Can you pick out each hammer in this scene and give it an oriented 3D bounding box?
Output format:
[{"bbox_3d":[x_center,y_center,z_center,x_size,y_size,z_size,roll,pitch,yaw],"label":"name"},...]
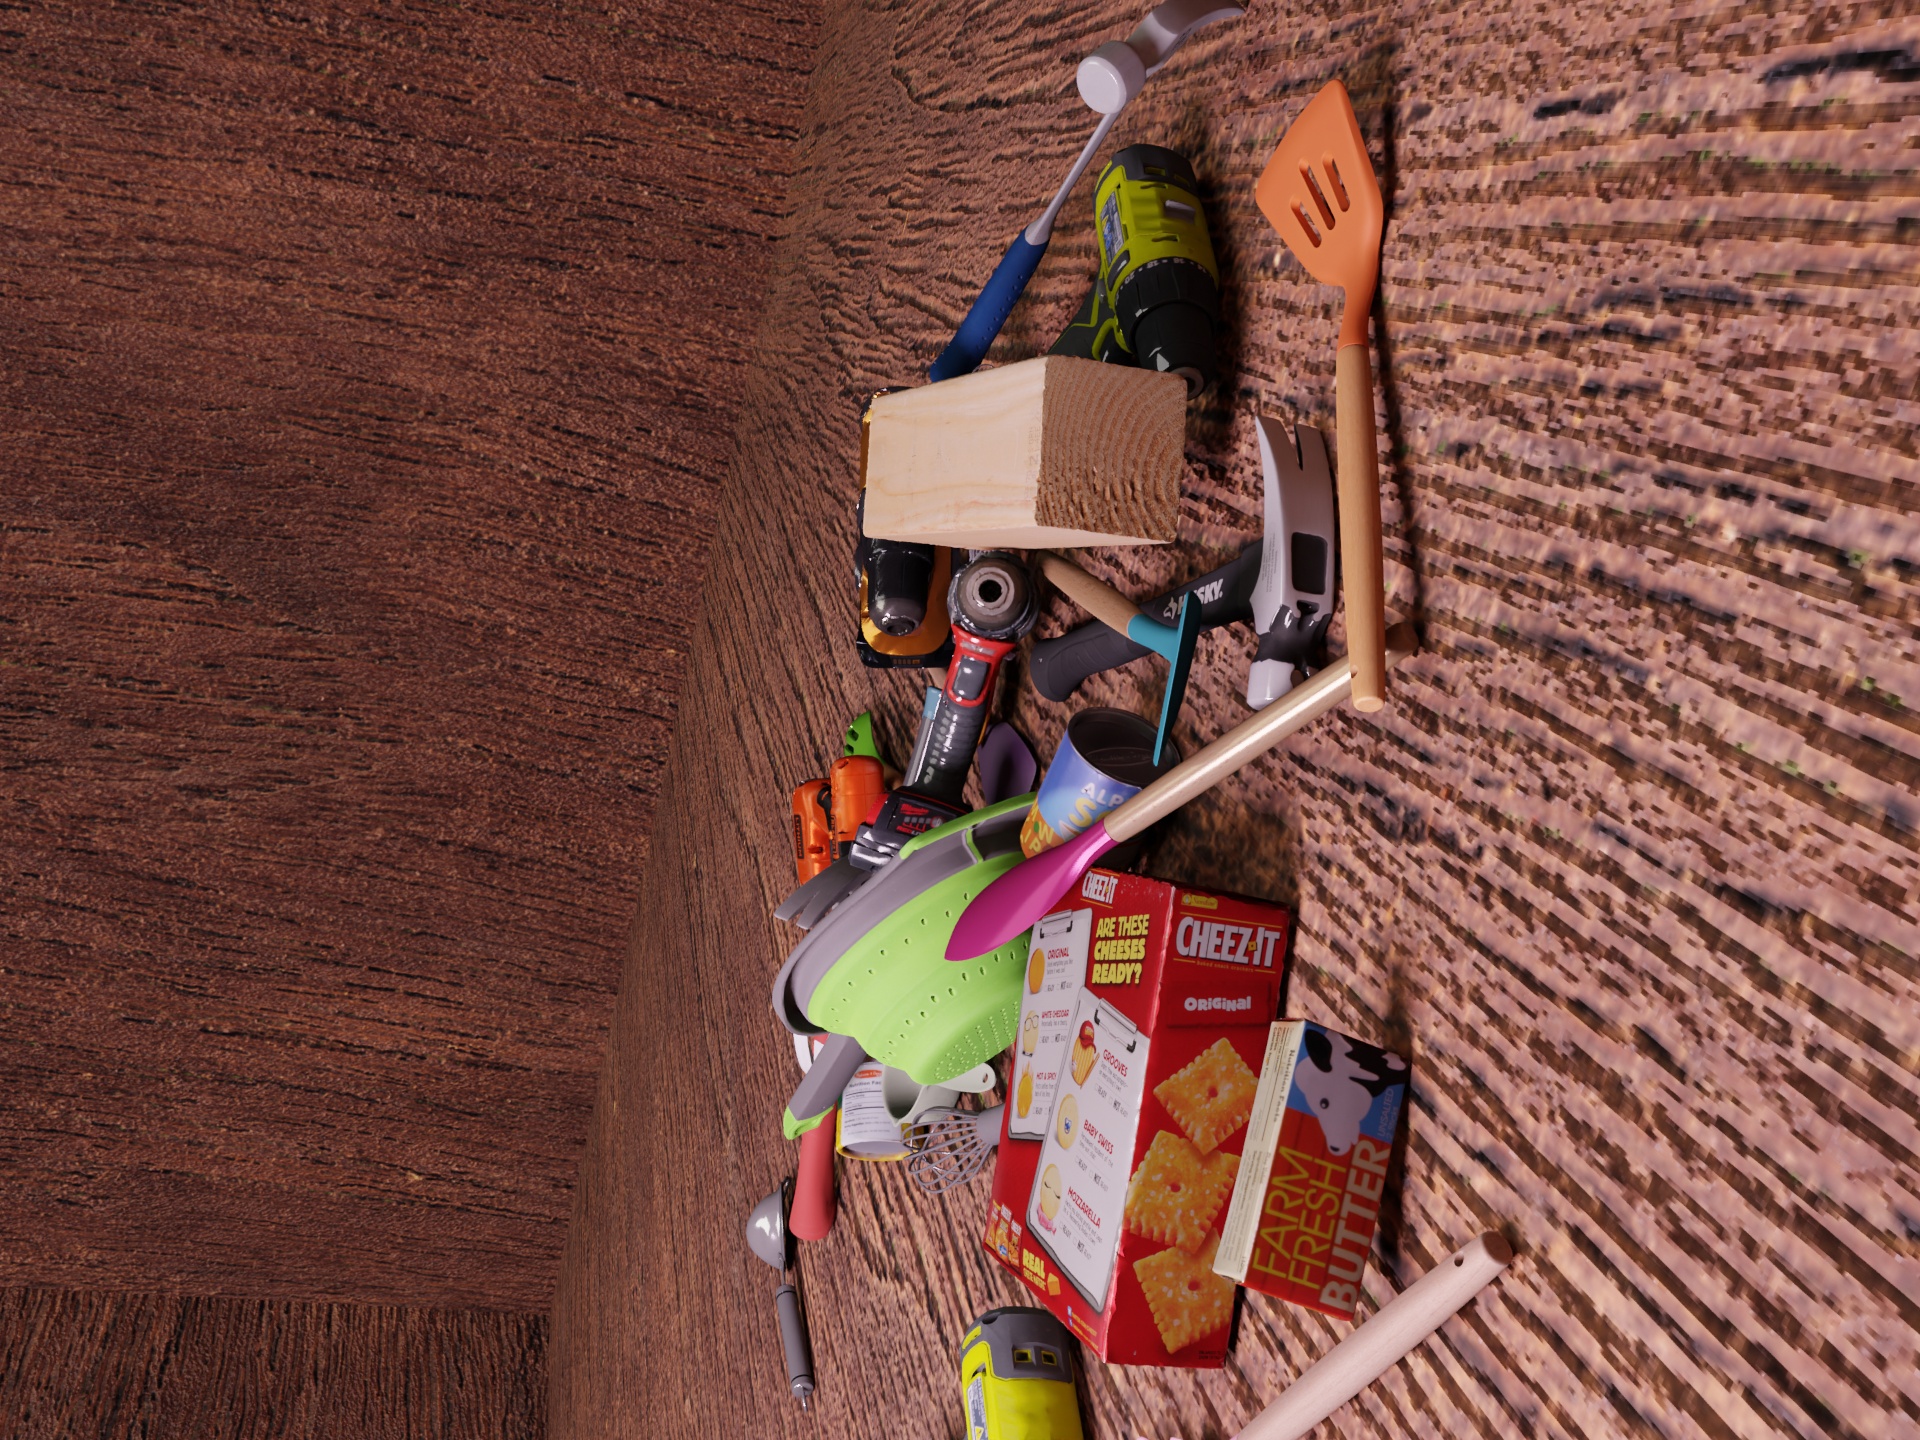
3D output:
[{"bbox_3d":[0.111,-0.060,0.895,0.335,0.035,0.146,160,118,-71],"label":"hammer"},{"bbox_3d":[-0.112,0.279,1.295,0.149,0.037,0.359,-32,-45,-57],"label":"hammer"},{"bbox_3d":[0.062,-0.341,1.081,0.144,0.035,0.405,-47,1,-26],"label":"hammer"},{"bbox_3d":[-0.053,0.131,1.213,0.128,0.033,0.331,-8,-63,-63],"label":"hammer"}]

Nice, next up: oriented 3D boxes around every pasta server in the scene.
[{"bbox_3d":[0.125,0.286,0.652,0.060,0.040,0.316,-83,15,-47],"label":"pasta server"}]

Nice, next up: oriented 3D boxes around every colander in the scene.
[{"bbox_3d":[-0.033,0.206,1.029,0.095,0.204,0.396,53,140,23],"label":"colander"}]

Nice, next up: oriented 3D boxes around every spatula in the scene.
[{"bbox_3d":[0.079,-0.059,0.864,0.318,0.044,0.082,-129,45,-69],"label":"spatula"},{"bbox_3d":[0.171,-0.149,0.722,0.081,0.041,0.323,129,150,-57],"label":"spatula"},{"bbox_3d":[0.006,-0.002,1.223,0.316,0.018,0.059,-122,49,-64],"label":"spatula"}]

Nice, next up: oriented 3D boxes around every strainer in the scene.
[{"bbox_3d":[-0.161,0.514,1.443,0.259,0.050,0.086,-115,23,-57],"label":"strainer"}]

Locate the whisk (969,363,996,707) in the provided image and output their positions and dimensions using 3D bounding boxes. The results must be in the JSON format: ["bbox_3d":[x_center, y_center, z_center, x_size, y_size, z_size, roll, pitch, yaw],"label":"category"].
[{"bbox_3d":[0.017,-0.135,1.183,0.070,0.070,0.285,143,134,-66],"label":"whisk"}]

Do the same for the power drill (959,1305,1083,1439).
[{"bbox_3d":[0.006,0.456,0.880,0.171,0.080,0.223,-99,28,-46],"label":"power drill"}]

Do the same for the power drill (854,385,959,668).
[{"bbox_3d":[-0.043,-0.114,1.198,0.226,0.084,0.185,90,180,-65],"label":"power drill"}]

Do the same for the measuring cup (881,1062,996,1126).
[{"bbox_3d":[-0.004,0.245,1.100,0.167,0.038,0.083,-16,62,61],"label":"measuring cup"}]

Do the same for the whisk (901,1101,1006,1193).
[{"bbox_3d":[0.020,0.257,0.993,0.239,0.055,0.055,138,139,-56],"label":"whisk"}]

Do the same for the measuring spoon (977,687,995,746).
[{"bbox_3d":[0.023,-0.034,1.178,0.021,0.011,0.117,-8,65,48],"label":"measuring spoon"}]

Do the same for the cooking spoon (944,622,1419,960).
[{"bbox_3d":[0.091,0.040,0.767,0.319,0.017,0.069,-38,16,38],"label":"cooking spoon"}]

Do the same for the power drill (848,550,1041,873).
[{"bbox_3d":[-0.002,-0.003,1.046,0.188,0.080,0.227,-26,-46,-87],"label":"power drill"}]

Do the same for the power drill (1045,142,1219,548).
[{"bbox_3d":[0.087,-0.214,0.988,0.228,0.080,0.191,123,151,-47],"label":"power drill"}]

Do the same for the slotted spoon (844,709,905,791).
[{"bbox_3d":[-0.060,0.049,1.396,0.314,0.031,0.070,-143,59,-69],"label":"slotted spoon"}]
